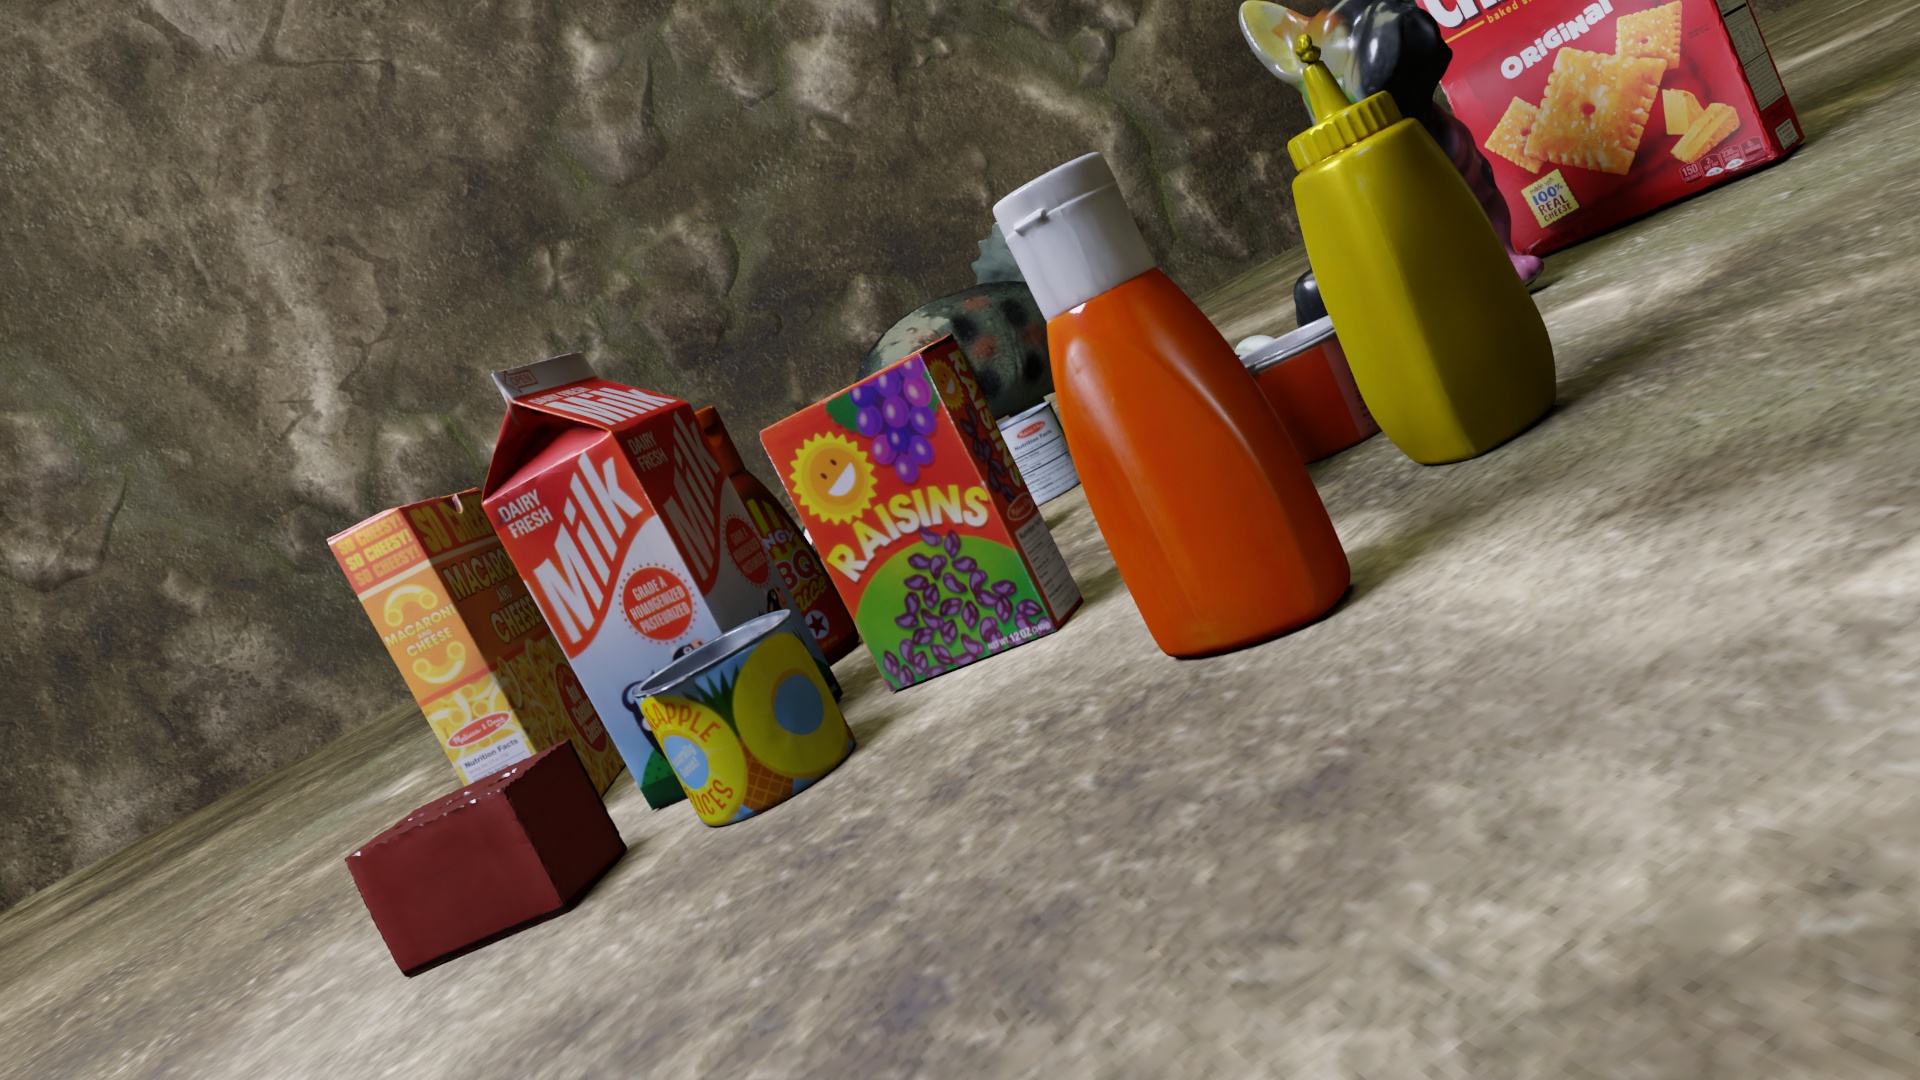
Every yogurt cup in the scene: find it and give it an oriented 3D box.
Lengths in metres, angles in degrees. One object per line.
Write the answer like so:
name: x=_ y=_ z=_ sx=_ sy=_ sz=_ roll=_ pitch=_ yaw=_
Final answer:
yogurt cup: x=0.163 y=-0.069 z=0.636 sx=0.072 sy=0.054 sz=0.072 roll=-26 pitch=7 yaw=3

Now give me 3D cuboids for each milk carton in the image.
milk carton: x=-0.134 y=0.009 z=0.594 sx=0.073 sy=0.190 sz=0.072 roll=-25 pitch=7 yaw=19

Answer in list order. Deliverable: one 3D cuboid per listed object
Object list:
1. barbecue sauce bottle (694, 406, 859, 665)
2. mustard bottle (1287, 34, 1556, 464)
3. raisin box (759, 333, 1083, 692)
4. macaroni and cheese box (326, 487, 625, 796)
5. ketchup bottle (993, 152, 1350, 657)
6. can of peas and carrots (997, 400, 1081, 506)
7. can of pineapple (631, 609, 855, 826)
barbecue sauce bottle: x=-0.112 y=0.003 z=0.730 sx=0.043 sy=0.148 sz=0.065 roll=-20 pitch=9 yaw=46
mustard bottle: x=0.157 y=-0.108 z=0.502 sx=0.065 sy=0.160 sz=0.048 roll=-29 pitch=7 yaw=-21
raisin box: x=-0.016 y=-0.010 z=0.573 sx=0.086 sy=0.123 sz=0.040 roll=-23 pitch=7 yaw=28
macaroni and cheese box: x=-0.228 y=0.058 z=0.679 sx=0.040 sy=0.166 sz=0.124 roll=-27 pitch=7 yaw=0
ketchup bottle: x=0.058 y=-0.040 z=0.415 sx=0.064 sy=0.148 sz=0.044 roll=-22 pitch=8 yaw=39
can of peas and carrots: x=0.044 y=-0.055 z=0.957 sx=0.071 sy=0.058 sz=0.071 roll=-26 pitch=7 yaw=3
can of pineapple: x=-0.082 y=0.067 z=0.522 sx=0.071 sy=0.058 sz=0.071 roll=-26 pitch=7 yaw=3
